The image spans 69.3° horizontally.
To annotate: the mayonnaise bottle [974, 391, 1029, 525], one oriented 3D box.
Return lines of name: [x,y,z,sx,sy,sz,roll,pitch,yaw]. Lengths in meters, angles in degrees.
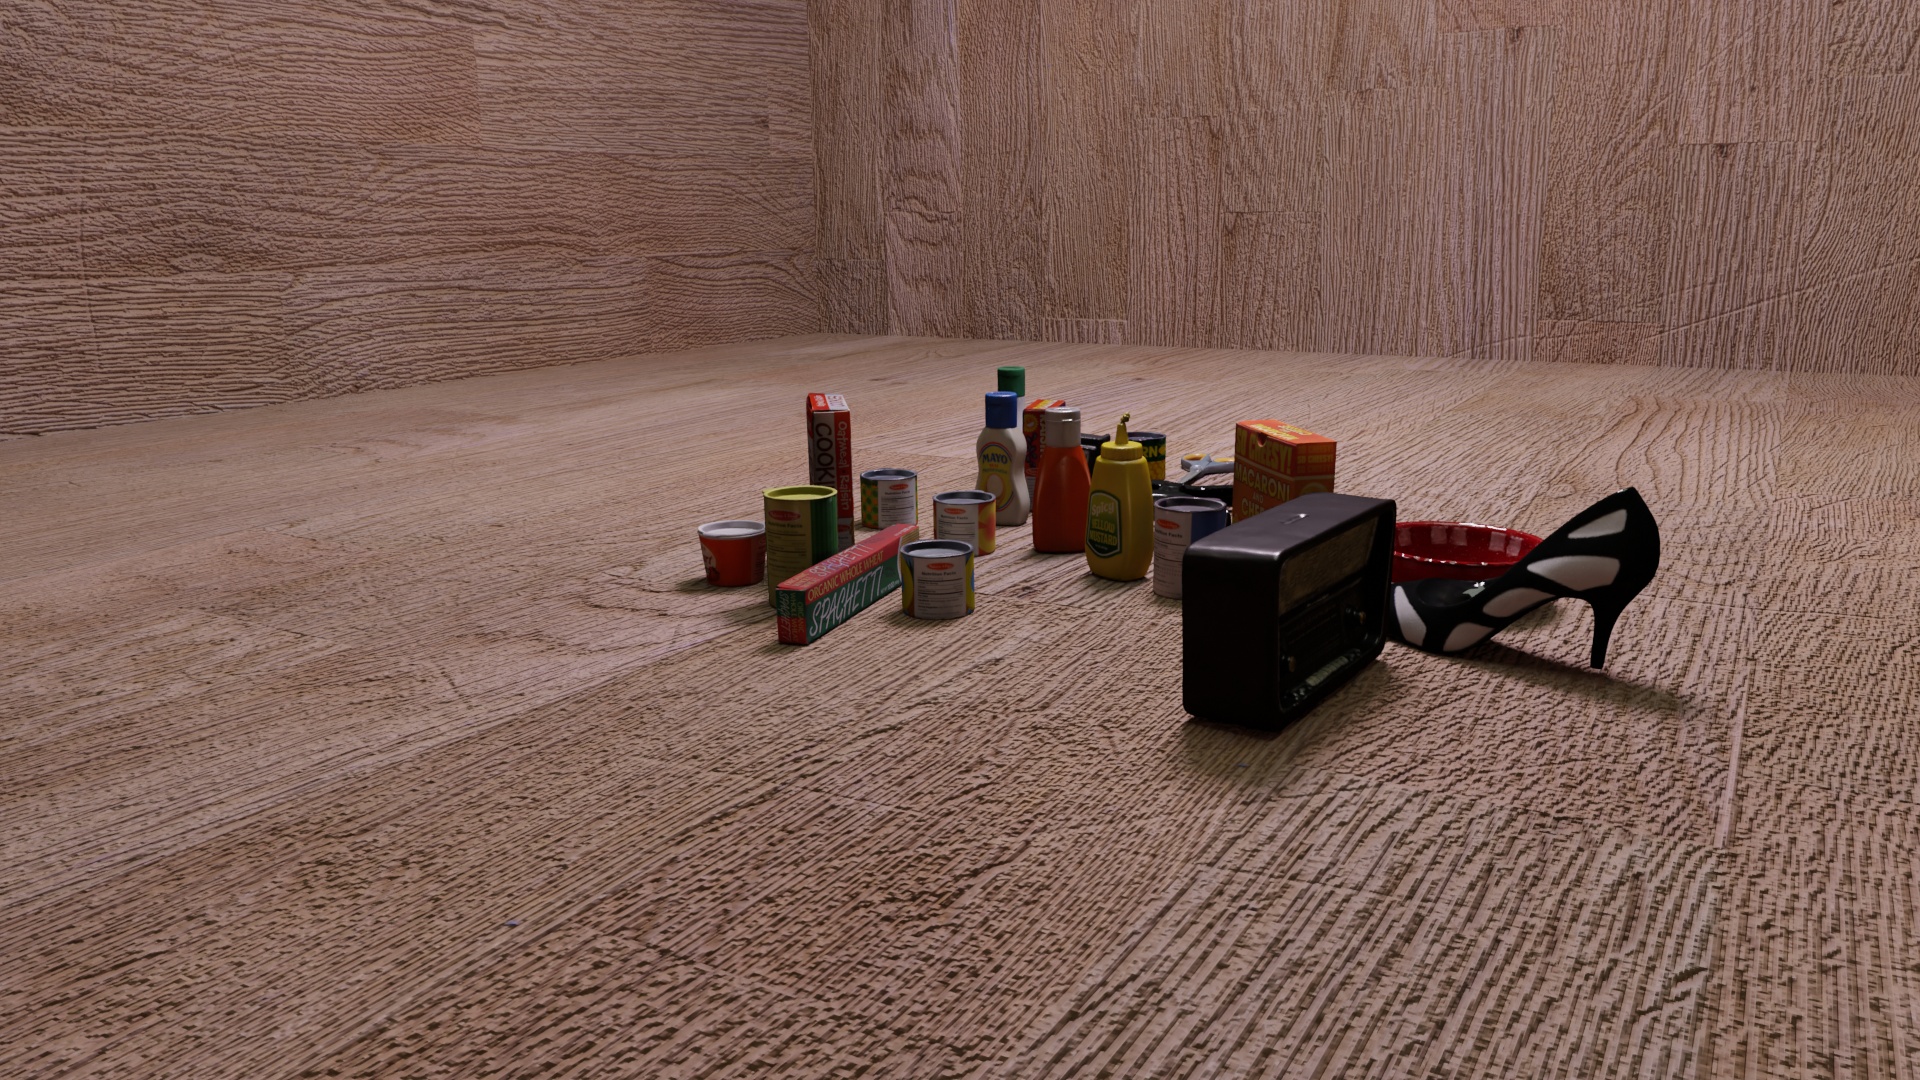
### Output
mayonnaise bottle: [0.046,-0.093,1.570,0.065,0.147,0.041,5,14,25]

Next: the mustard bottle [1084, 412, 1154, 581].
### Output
mustard bottle: [0.152,-0.044,1.330,0.049,0.159,0.065,-12,17,-40]

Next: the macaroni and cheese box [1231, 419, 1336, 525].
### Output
macaroni and cheese box: [0.269,-0.011,1.173,0.040,0.166,0.124,-3,13,-11]

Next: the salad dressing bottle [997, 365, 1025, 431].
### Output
salad dressing bottle: [0.067,-0.155,1.832,0.064,0.147,0.044,9,16,36]

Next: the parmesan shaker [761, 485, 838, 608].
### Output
parmesan shaker: [-0.146,0.006,1.261,0.071,0.102,0.071,-1,13,0]

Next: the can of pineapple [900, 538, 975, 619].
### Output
can of pineapple: [-0.020,0.034,1.235,0.071,0.057,0.071,-1,13,0]

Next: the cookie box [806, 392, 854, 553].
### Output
cookie box: [-0.131,-0.057,1.389,0.040,0.167,0.123,-3,13,-8]

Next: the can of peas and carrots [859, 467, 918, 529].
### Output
can of peas and carrots: [-0.082,-0.048,1.583,0.071,0.058,0.071,-1,13,0]

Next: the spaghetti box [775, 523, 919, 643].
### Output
spaghetti box: [-0.096,0.035,1.250,0.028,0.050,0.251,4,14,20]

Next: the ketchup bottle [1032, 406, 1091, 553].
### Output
ketchup bottle: [0.106,-0.063,1.438,0.065,0.148,0.043,-3,13,-10]

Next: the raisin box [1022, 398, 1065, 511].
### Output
raisin box: [0.101,-0.103,1.661,0.040,0.123,0.086,3,13,15]

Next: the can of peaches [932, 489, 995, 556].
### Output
can of peaches: [0.005,-0.018,1.452,0.071,0.058,0.071,-1,13,0]

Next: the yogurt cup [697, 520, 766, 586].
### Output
yogurt cup: [-0.219,0.013,1.344,0.072,0.053,0.072,-1,13,0]

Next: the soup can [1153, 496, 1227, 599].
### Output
soup can: [0.213,0.006,1.282,0.071,0.083,0.071,-1,13,0]

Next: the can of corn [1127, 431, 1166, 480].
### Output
can of corn: [0.237,-0.110,1.824,0.071,0.058,0.071,-1,13,0]
